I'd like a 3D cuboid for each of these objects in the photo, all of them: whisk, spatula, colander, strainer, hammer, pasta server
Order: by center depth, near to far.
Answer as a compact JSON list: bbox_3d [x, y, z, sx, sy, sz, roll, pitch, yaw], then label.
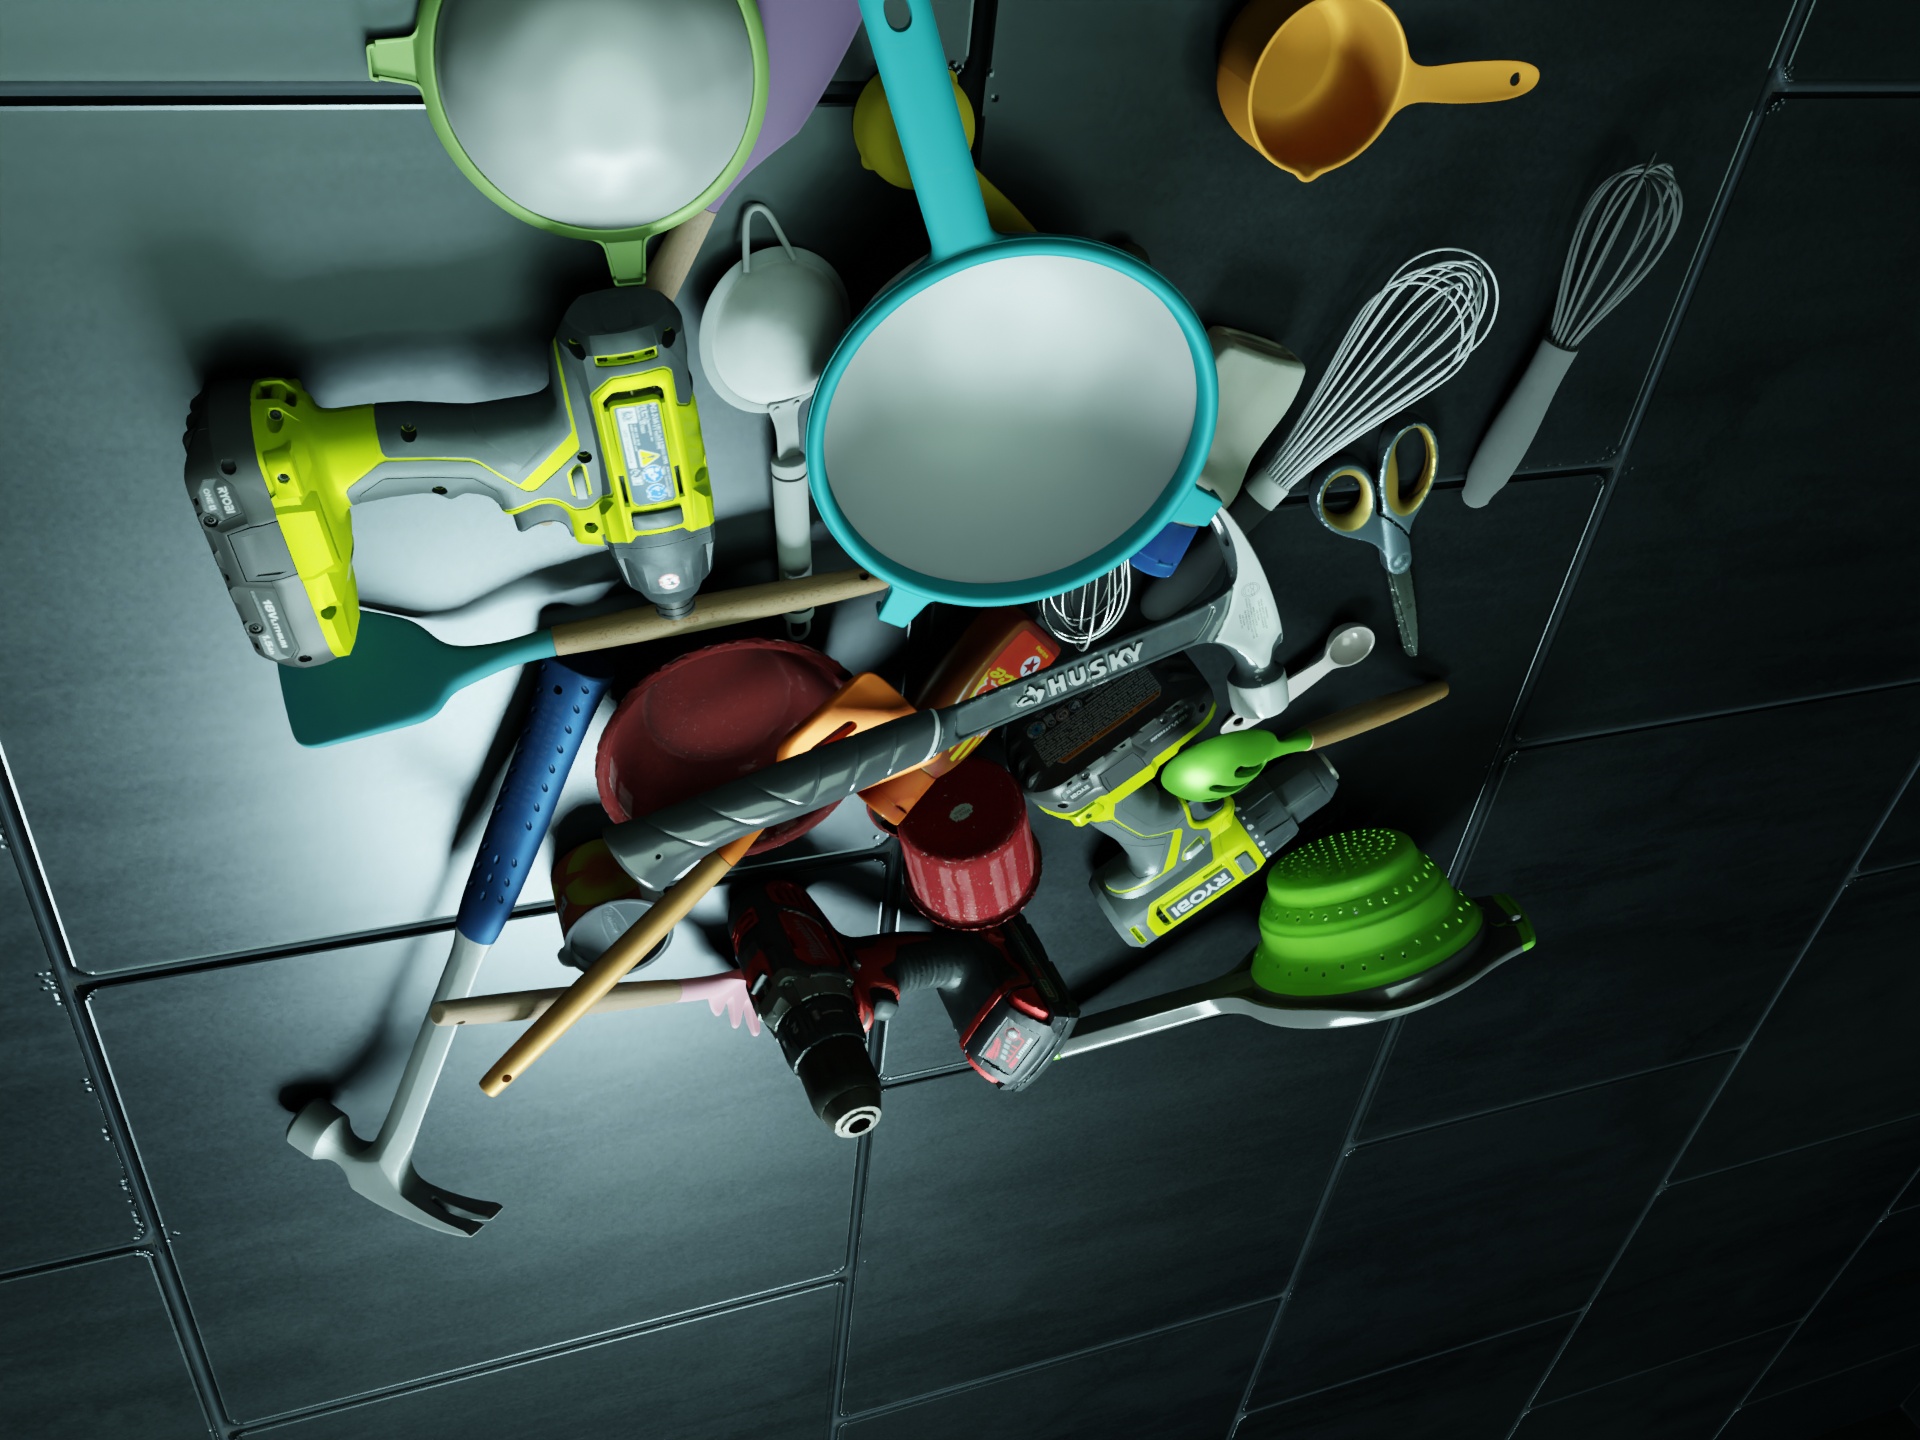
[{"bbox_3d":[-0.114,-0.302,0.659,0.256,0.069,0.151,-42,125,15],"label":"strainer"},{"bbox_3d":[-0.137,-0.225,0.761,0.059,0.018,0.315,21,116,-28],"label":"spatula"},{"bbox_3d":[0.003,-0.213,0.780,0.211,0.095,0.340,-18,132,2],"label":"strainer"},{"bbox_3d":[-0.089,-0.141,0.841,0.087,0.050,0.258,-24,139,-25],"label":"strainer"},{"bbox_3d":[-0.190,-0.050,0.843,0.317,0.082,0.044,-13,162,-12],"label":"spatula"},{"bbox_3d":[-0.001,-0.003,0.891,0.409,0.036,0.149,-22,119,-14],"label":"hammer"},{"bbox_3d":[-0.150,0.099,0.903,0.322,0.041,0.080,-45,127,-5],"label":"spatula"},{"bbox_3d":[0.081,-0.149,0.906,0.058,0.059,0.246,-1,124,-9],"label":"whisk"},{"bbox_3d":[-0.287,0.137,0.946,0.144,0.035,0.405,30,112,9],"label":"hammer"},{"bbox_3d":[0.206,-0.161,0.949,0.070,0.070,0.284,23,120,-37],"label":"whisk"},{"bbox_3d":[0.367,-0.231,0.974,0.055,0.055,0.238,-1,132,-24],"label":"whisk"},{"bbox_3d":[-0.194,0.177,0.990,0.060,0.040,0.316,-38,156,24],"label":"pasta server"},{"bbox_3d":[0.217,0.166,1.197,0.397,0.204,0.094,-18,100,11],"label":"colander"}]

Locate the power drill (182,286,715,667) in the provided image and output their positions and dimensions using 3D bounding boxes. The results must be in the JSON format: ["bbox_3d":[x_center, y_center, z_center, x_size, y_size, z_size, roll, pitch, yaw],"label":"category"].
[{"bbox_3d":[-0.232,-0.104,0.761,0.223,0.080,0.171,-11,131,-9],"label":"power drill"}]

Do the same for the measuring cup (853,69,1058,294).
[{"bbox_3d":[0.010,-0.259,0.791,0.062,0.029,0.156,-42,131,12],"label":"measuring cup"}]

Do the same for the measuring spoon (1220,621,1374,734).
[{"bbox_3d":[0.229,-0.030,1.099,0.124,0.018,0.034,-36,132,16],"label":"measuring spoon"}]

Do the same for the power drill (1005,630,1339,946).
[{"bbox_3d":[0.148,0.044,1.078,0.190,0.080,0.228,-35,136,6],"label":"power drill"}]

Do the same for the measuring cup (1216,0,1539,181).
[{"bbox_3d":[0.211,-0.332,0.811,0.173,0.052,0.095,-10,131,-20],"label":"measuring cup"}]

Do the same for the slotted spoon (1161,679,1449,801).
[{"bbox_3d":[0.242,0.006,1.050,0.313,0.031,0.070,-15,155,-44],"label":"slotted spoon"}]

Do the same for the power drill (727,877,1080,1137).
[{"bbox_3d":[-0.033,0.192,1.045,0.226,0.188,0.080,12,122,-37],"label":"power drill"}]
